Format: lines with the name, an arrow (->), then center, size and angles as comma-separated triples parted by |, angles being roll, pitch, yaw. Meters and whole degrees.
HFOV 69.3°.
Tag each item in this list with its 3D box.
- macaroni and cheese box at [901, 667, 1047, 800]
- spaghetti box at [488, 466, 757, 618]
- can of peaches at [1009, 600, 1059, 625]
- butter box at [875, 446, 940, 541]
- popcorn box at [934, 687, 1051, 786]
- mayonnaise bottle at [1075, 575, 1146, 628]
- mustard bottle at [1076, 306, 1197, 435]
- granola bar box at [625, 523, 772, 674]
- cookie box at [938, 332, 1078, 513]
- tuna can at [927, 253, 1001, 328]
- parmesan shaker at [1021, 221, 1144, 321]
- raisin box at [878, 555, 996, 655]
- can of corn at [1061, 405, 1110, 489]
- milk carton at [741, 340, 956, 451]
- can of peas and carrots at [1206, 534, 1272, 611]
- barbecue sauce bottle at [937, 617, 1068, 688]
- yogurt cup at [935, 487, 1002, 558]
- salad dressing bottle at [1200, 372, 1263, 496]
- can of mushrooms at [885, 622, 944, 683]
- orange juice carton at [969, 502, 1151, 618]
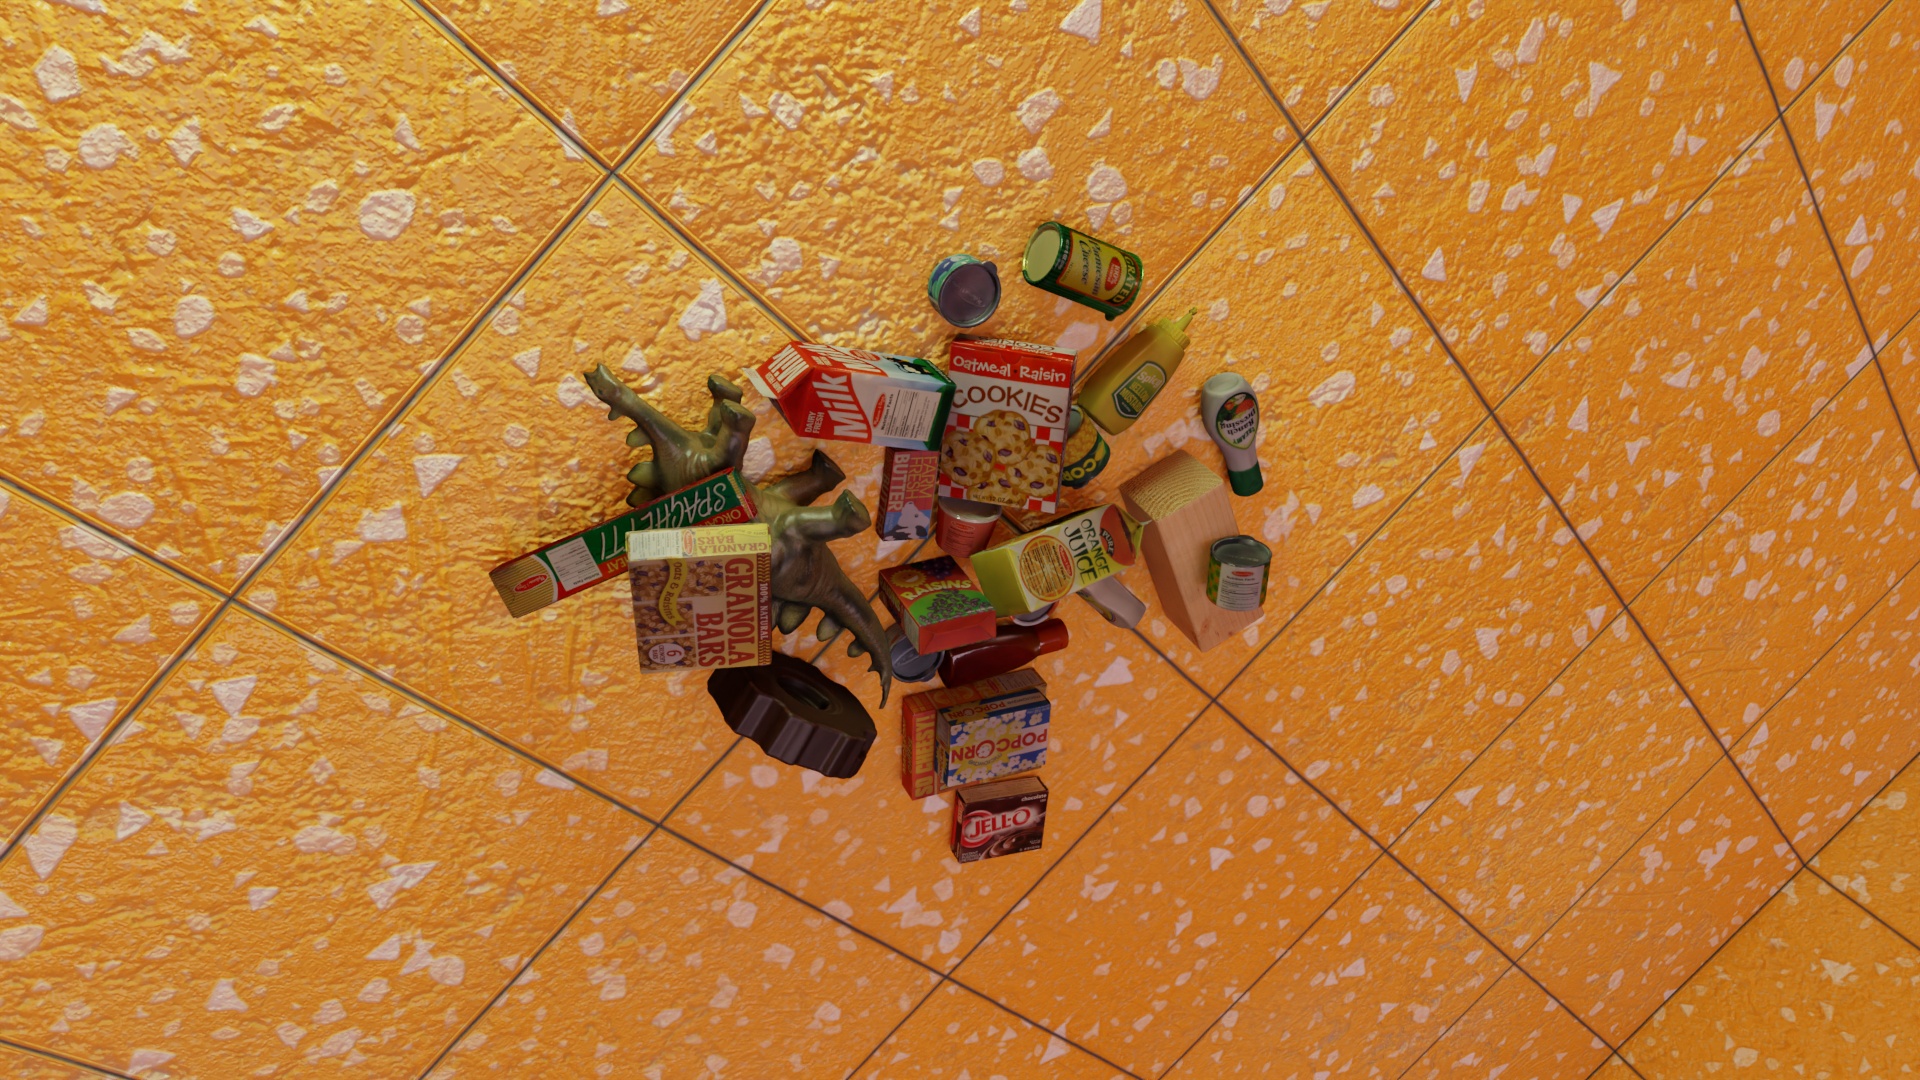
macaroni and cheese box -> 0.015, 0.223, 1.604 | 0.167, 0.040, 0.123 | -10, 120, -22
spaghetti box -> -0.303, 0.002, 1.253 | 0.250, 0.029, 0.050 | -22, 104, 10
can of peaches -> 0.069, 0.050, 1.523 | 0.071, 0.058, 0.071 | -12, 122, -20
butter box -> -0.054, -0.050, 1.428 | 0.053, 0.024, 0.103 | -4, 119, -25
popcorn box -> 0.037, 0.221, 1.562 | 0.127, 0.038, 0.084 | -9, 120, -22
mayonnaise bottle -> 0.143, 0.044, 1.556 | 0.148, 0.065, 0.041 | 39, 80, -32
mustard bottle -> 0.194, -0.185, 1.459 | 0.160, 0.049, 0.065 | -48, 129, 5
granola bar box -> -0.235, 0.054, 1.263 | 0.124, 0.039, 0.164 | -4, 139, -11
cookie box -> 0.046, -0.117, 1.393 | 0.123, 0.040, 0.166 | 9, 117, 7
tuna can -> 0.005, -0.244, 1.344 | 0.071, 0.033, 0.070 | -12, 121, -20
parmesan shaker -> 0.119, -0.264, 1.367 | 0.103, 0.071, 0.071 | 14, 110, -31
raisin box -> -0.025, 0.066, 1.445 | 0.086, 0.124, 0.040 | -13, 121, -19
can of corn -> 0.115, -0.098, 1.456 | 0.071, 0.071, 0.058 | -40, 126, -1
milk carton -> -0.109, -0.139, 1.322 | 0.191, 0.072, 0.073 | 4, 115, -29
can of peas and carrots -> 0.303, 0.035, 1.513 | 0.071, 0.071, 0.058 | -11, 121, -20
barbecue sauce bottle -> 0.049, 0.122, 1.561 | 0.149, 0.044, 0.064 | -13, 137, -20
yogurt cup -> 0.005, -0.018, 1.452 | 0.072, 0.072, 0.053 | -3, 126, -25
salad dressing bottle -> 0.309, -0.117, 1.557 | 0.064, 0.044, 0.147 | -28, 126, -8
can of mushrooms -> -0.053, 0.121, 1.518 | 0.071, 0.033, 0.070 | -12, 121, -21
orange juice carton -> 0.113, 0.014, 1.460 | 0.193, 0.071, 0.073 | -23, 94, -33
